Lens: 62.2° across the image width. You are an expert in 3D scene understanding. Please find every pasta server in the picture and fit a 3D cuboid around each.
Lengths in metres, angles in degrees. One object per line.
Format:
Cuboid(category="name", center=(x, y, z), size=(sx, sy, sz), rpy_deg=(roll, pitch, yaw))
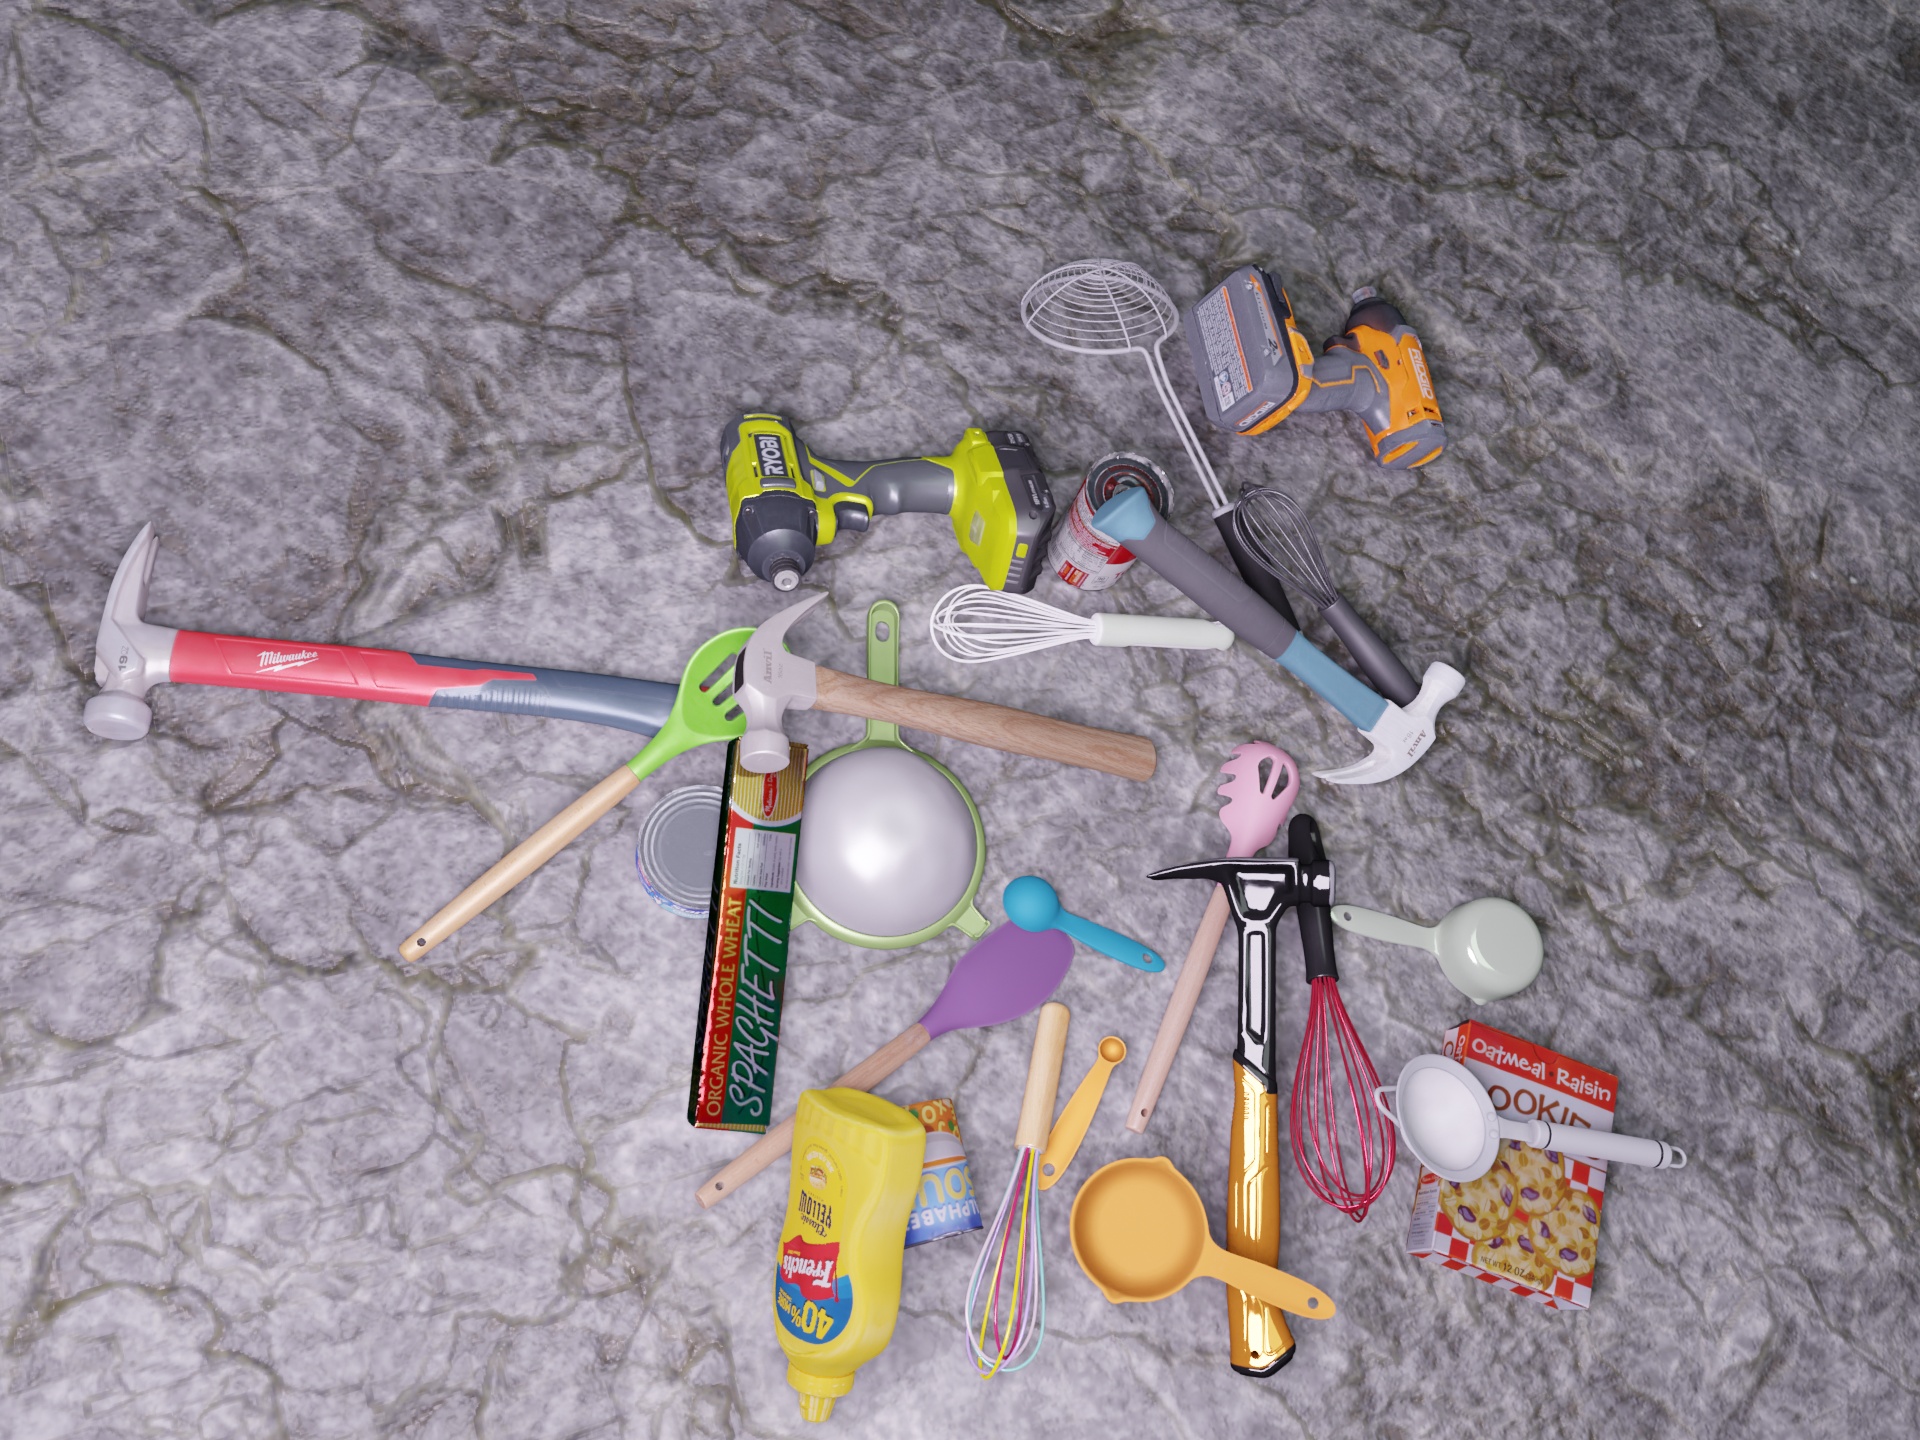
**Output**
Cuboid(category="pasta server", center=(0.179, 0.148, 1.145), size=(0.060, 0.040, 0.316), rpy_deg=(27, 69, -4))

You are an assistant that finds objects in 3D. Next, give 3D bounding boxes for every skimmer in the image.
Cuboid(category="skimmer", center=(0.171, -0.214, 1.280), size=(0.127, 0.090, 0.363), rpy_deg=(-25, 88, -26))

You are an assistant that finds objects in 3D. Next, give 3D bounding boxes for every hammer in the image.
Cuboid(category="hammer", center=(0.229, -0.065, 1.170), size=(0.330, 0.033, 0.128), rpy_deg=(35, 87, -22))
Cuboid(category="hammer", center=(-0.360, -0.041, 1.062), size=(0.386, 0.038, 0.143), rpy_deg=(6, 66, -13))
Cuboid(category="hammer", center=(0.189, 0.260, 1.065), size=(0.127, 0.034, 0.337), rpy_deg=(-1, 80, 14))
Cuboid(category="hammer", center=(-0.002, -0.004, 1.096), size=(0.331, 0.031, 0.130), rpy_deg=(12, 58, -30))

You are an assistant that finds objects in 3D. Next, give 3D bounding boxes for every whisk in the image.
Cuboid(category="whisk", center=(0.289, -0.091, 1.230), size=(0.239, 0.055, 0.055), rpy_deg=(48, 64, -14))
Cuboid(category="whisk", center=(0.259, 0.203, 1.128), size=(0.073, 0.073, 0.296), rpy_deg=(5, 62, -13))
Cuboid(category="whisk", center=(0.094, -0.068, 1.198), size=(0.246, 0.058, 0.059), rpy_deg=(2, 103, -18))
Cuboid(category="whisk", center=(0.044, 0.301, 1.035), size=(0.051, 0.047, 0.245), rpy_deg=(5, 61, 15))

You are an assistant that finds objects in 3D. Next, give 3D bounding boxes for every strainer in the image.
Cuboid(category="strainer", center=(0.389, 0.286, 1.095), size=(0.258, 0.050, 0.087), rpy_deg=(12, 58, -13))
Cuboid(category="strainer", center=(-0.049, 0.027, 1.103), size=(0.151, 0.069, 0.256), rpy_deg=(4, 70, -14))

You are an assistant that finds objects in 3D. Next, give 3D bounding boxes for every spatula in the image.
Cuboid(category="spatula", center=(-0.042, 0.221, 1.045), size=(0.316, 0.018, 0.060), rpy_deg=(-32, 79, -30))

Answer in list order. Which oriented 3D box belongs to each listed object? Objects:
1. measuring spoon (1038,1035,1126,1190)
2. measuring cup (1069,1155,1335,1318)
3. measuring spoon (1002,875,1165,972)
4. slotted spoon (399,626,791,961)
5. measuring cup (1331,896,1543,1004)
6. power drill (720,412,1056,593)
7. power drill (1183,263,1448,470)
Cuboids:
Cuboid(category="measuring spoon", center=(0.080, 0.267, 1.080), size=(0.021, 0.011, 0.117), rpy_deg=(28, 68, 9))
Cuboid(category="measuring cup", center=(0.154, 0.344, 1.024), size=(0.173, 0.052, 0.095), rpy_deg=(21, 76, 10))
Cuboid(category="measuring spoon", center=(0.091, 0.144, 1.119), size=(0.128, 0.021, 0.042), rpy_deg=(26, 49, -7))
Cuboid(category="slotted spoon", center=(-0.236, 0.049, 1.041), size=(0.314, 0.031, 0.070), rpy_deg=(-41, 96, -14))
Cuboid(category="measuring cup", center=(0.356, 0.158, 1.180), size=(0.167, 0.038, 0.083), rpy_deg=(15, 66, -12))
Cuboid(category="power drill", center=(-0.054, -0.150, 1.143), size=(0.223, 0.080, 0.171), rpy_deg=(0, 43, -16))
Cuboid(category="power drill", center=(0.293, -0.298, 1.297), size=(0.226, 0.084, 0.164), rpy_deg=(3, 67, -34))
